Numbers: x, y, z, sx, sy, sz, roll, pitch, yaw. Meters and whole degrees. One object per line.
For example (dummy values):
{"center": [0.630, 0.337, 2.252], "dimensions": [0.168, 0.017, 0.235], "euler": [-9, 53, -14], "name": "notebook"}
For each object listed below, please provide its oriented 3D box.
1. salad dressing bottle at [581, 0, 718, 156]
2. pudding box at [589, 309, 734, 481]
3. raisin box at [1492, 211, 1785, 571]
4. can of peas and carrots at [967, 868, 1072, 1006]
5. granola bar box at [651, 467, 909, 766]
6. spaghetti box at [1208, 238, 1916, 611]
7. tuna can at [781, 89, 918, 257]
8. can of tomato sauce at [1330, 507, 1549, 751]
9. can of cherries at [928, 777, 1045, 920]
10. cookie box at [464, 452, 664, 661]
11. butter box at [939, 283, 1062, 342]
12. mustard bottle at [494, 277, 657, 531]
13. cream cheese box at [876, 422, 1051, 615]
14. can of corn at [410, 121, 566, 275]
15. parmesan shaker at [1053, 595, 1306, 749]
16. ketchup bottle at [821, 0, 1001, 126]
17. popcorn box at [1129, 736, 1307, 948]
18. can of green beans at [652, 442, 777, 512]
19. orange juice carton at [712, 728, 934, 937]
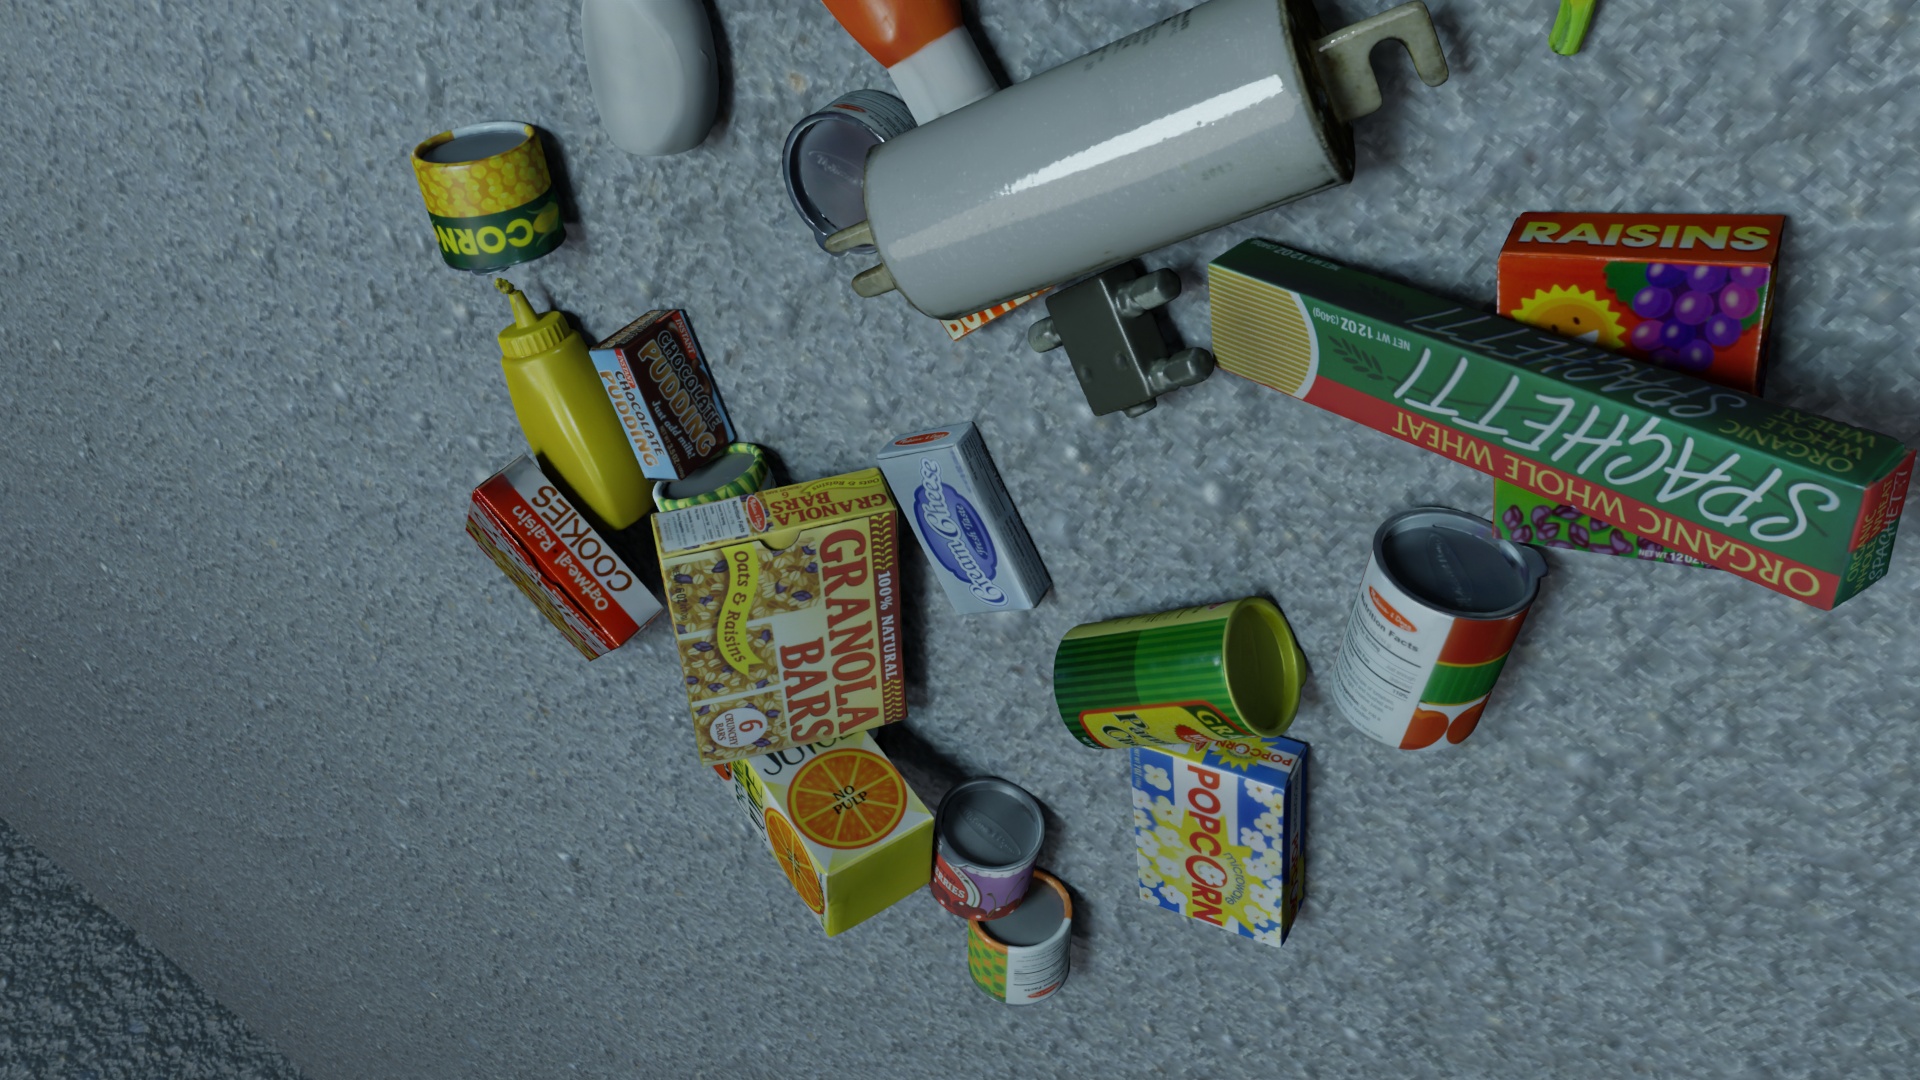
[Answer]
{"center": [-0.143, -0.249, 0.618], "dimensions": [0.064, 0.044, 0.146], "euler": [21, 133, 24], "name": "salad dressing bottle"}
{"center": [-0.163, -0.080, 0.766], "dimensions": [0.030, 0.050, 0.083], "euler": [5, 126, 36], "name": "pudding box"}
{"center": [0.241, -0.054, 0.501], "dimensions": [0.086, 0.040, 0.122], "euler": [10, 130, 31], "name": "raisin box"}
{"center": [0.036, 0.248, 0.879], "dimensions": [0.071, 0.071, 0.058], "euler": [19, 132, 23], "name": "can of peas and carrots"}
{"center": [-0.095, 0.047, 0.768], "dimensions": [0.039, 0.124, 0.164], "euler": [-116, 18, -46], "name": "granola bar box"}
{"center": [0.189, -0.050, 0.486], "dimensions": [0.250, 0.029, 0.050], "euler": [32, 145, 42], "name": "spaghetti box"}
{"center": [-0.044, -0.163, 0.623], "dimensions": [0.071, 0.033, 0.070], "euler": [20, 133, 22], "name": "tuna can"}
{"center": [0.200, 0.038, 0.589], "dimensions": [0.071, 0.071, 0.082], "euler": [22, 135, 20], "name": "can of tomato sauce"}
{"center": [0.012, 0.189, 0.842], "dimensions": [0.071, 0.072, 0.058], "euler": [26, 136, 16], "name": "can of cherries"}
{"center": [-0.254, 0.017, 0.875], "dimensions": [0.123, 0.040, 0.167], "euler": [49, 159, -8], "name": "cookie box"}
{"center": [0.021, -0.130, 0.609], "dimensions": [0.103, 0.024, 0.053], "euler": [-21, 109, 44], "name": "butter box"}
{"center": [-0.231, -0.082, 0.813], "dimensions": [0.065, 0.049, 0.159], "euler": [8, 128, 39], "name": "mustard bottle"}
{"center": [0.003, -0.009, 0.722], "dimensions": [0.053, 0.024, 0.103], "euler": [-7, 119, 40], "name": "cream cheese box"}
{"center": [-0.248, -0.180, 0.729], "dimensions": [0.071, 0.071, 0.058], "euler": [14, 130, 27], "name": "can of corn"}
{"center": [0.106, 0.067, 0.681], "dimensions": [0.103, 0.072, 0.071], "euler": [-13, 115, 42], "name": "parmesan shaker"}
{"center": [-0.033, -0.230, 0.552], "dimensions": [0.064, 0.044, 0.148], "euler": [-13, 115, 43], "name": "ketchup bottle"}
{"center": [0.139, 0.153, 0.745], "dimensions": [0.085, 0.038, 0.126], "euler": [13, 130, 27], "name": "popcorn box"}
{"center": [-0.132, -0.015, 0.784], "dimensions": [0.071, 0.071, 0.057], "euler": [2, 124, 35], "name": "can of green beans"}
{"center": [-0.099, 0.137, 0.850], "dimensions": [0.193, 0.073, 0.071], "euler": [47, 149, 34], "name": "orange juice carton"}
